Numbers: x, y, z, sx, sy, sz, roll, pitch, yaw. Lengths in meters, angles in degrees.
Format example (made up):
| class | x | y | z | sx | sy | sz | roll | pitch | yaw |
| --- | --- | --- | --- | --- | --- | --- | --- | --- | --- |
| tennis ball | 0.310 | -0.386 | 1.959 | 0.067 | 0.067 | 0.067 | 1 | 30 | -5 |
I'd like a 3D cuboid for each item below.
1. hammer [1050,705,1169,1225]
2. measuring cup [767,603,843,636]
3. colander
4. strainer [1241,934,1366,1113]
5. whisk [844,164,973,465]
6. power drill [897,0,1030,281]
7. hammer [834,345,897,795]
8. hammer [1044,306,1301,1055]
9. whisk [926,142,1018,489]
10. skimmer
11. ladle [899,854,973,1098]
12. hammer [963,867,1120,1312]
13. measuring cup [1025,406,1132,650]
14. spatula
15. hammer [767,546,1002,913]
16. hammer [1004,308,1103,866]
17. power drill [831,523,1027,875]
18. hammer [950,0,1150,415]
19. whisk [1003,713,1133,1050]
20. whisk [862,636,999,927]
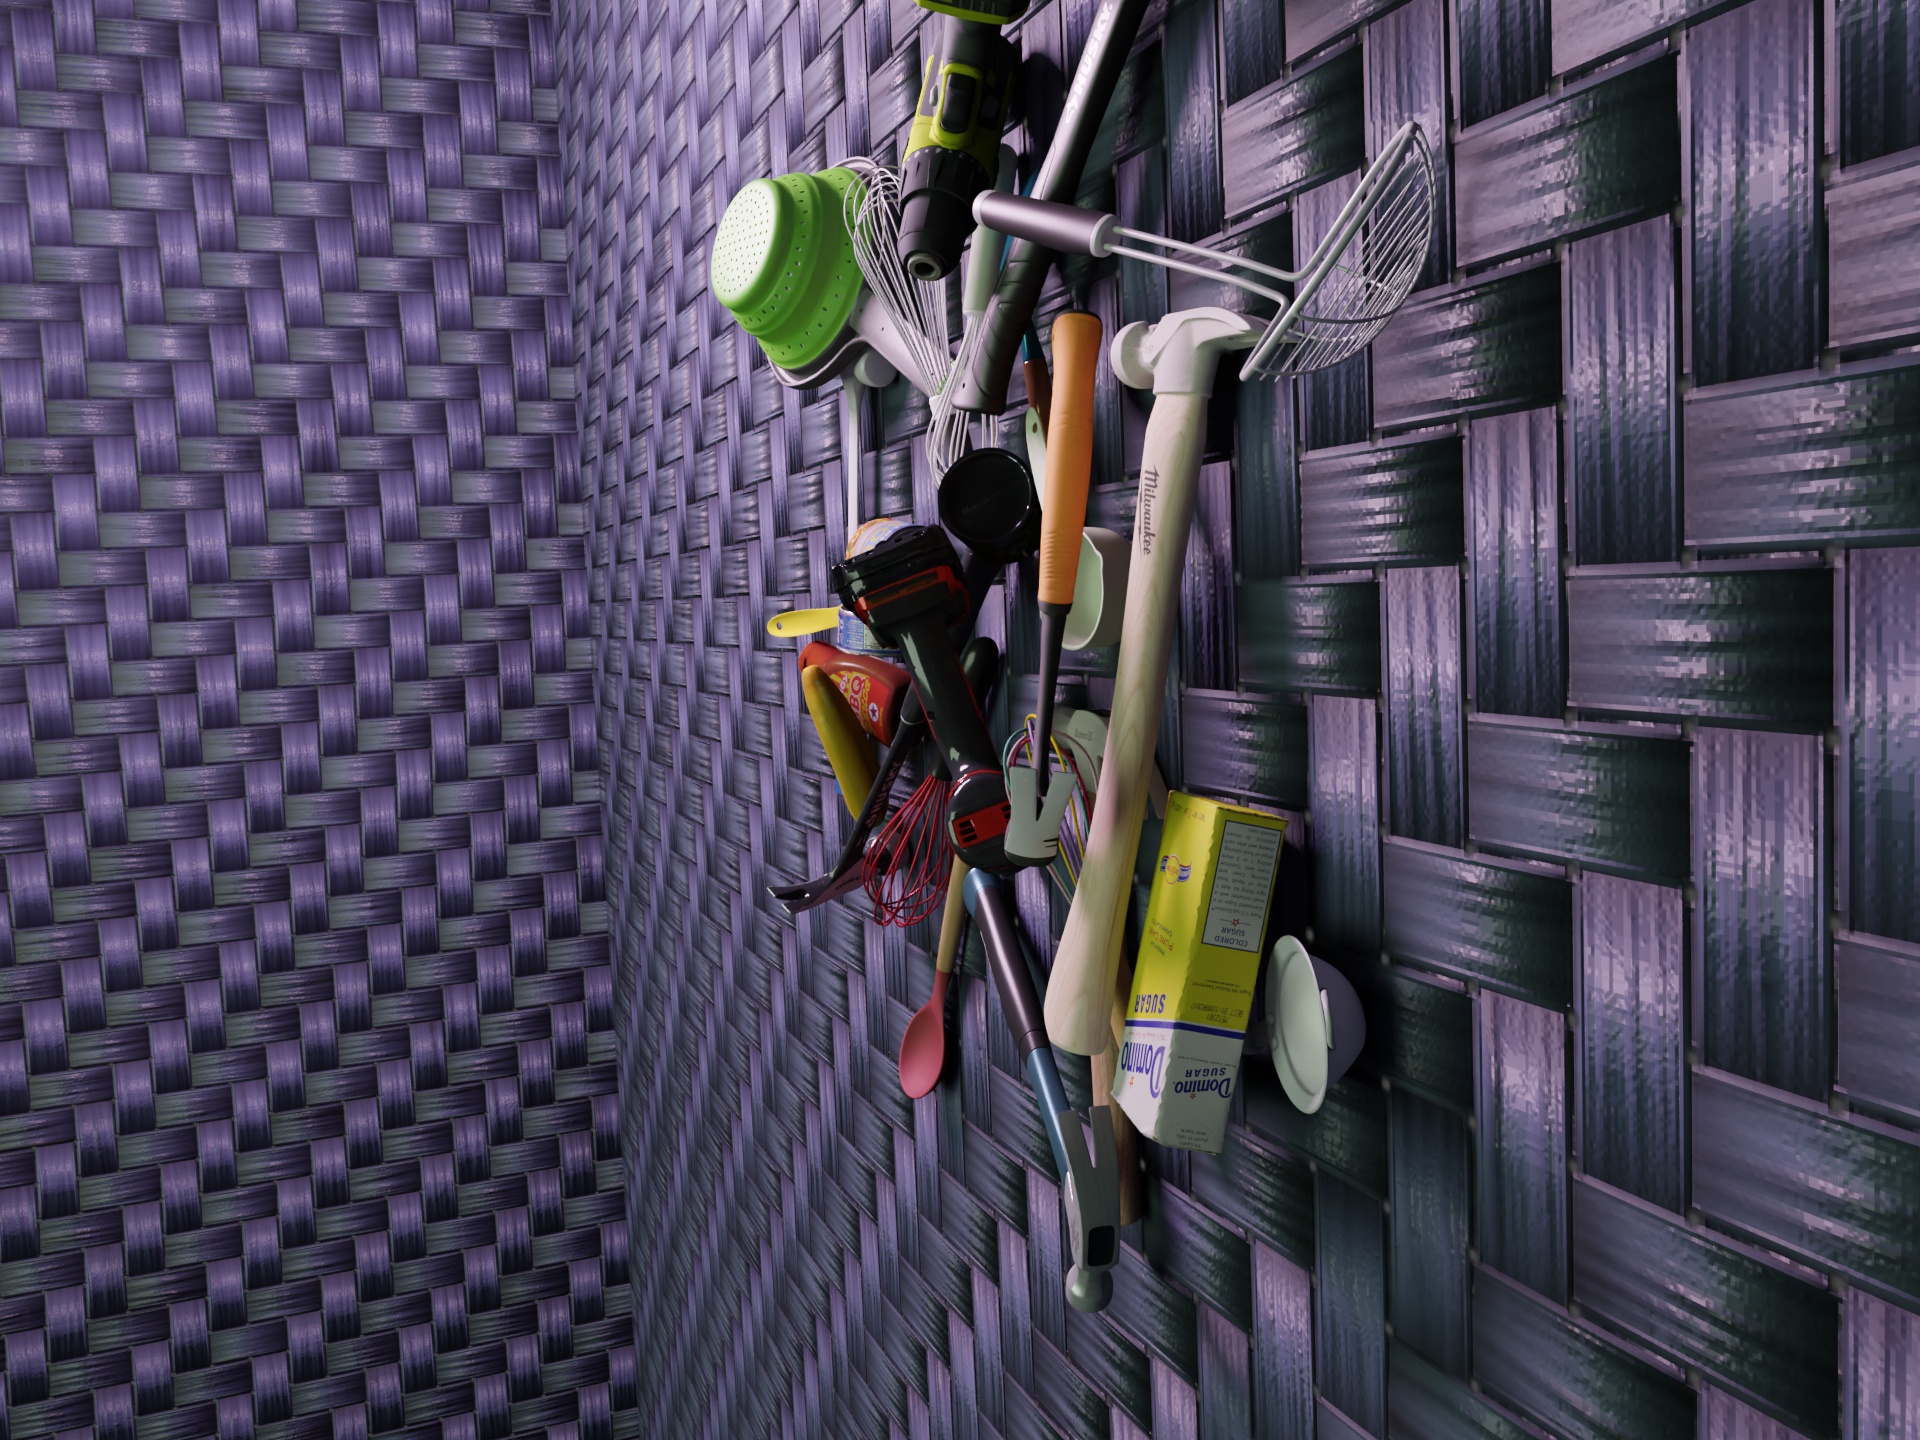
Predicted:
| class | x | y | z | sx | sy | sz | roll | pitch | yaw |
| --- | --- | --- | --- | --- | --- | --- | --- | --- | --- |
| hammer | 0.096 | 0.158 | 1.014 | 0.130 | 0.031 | 0.331 | -170 | 77 | -68 |
| measuring cup | -0.109 | -0.091 | 1.399 | 0.156 | 0.029 | 0.062 | -5 | 95 | 41 |
| colander | -0.110 | -0.348 | 1.293 | 0.398 | 0.094 | 0.204 | 50 | 120 | 45 |
| strainer | 0.159 | 0.167 | 0.849 | 0.258 | 0.050 | 0.087 | 134 | 133 | -69 |
| whisk | -0.018 | -0.259 | 1.149 | 0.070 | 0.070 | 0.284 | 2 | 110 | 68 |
| power drill | 0.002 | -0.402 | 0.970 | 0.228 | 0.080 | 0.191 | 104 | 178 | -65 |
| hammer | -0.098 | -0.132 | 1.439 | 0.144 | 0.035 | 0.405 | -149 | 57 | -64 |
| hammer | 0.101 | -0.016 | 0.868 | 0.146 | 0.038 | 0.410 | -158 | 76 | -67 |
| whisk | 0.014 | -0.274 | 1.104 | 0.058 | 0.059 | 0.246 | 16 | 101 | 50 |
| skimmer | 0.093 | -0.251 | 0.796 | 0.127 | 0.090 | 0.364 | -57 | 40 | 2 |
| ladle | -0.010 | 0.179 | 1.290 | 0.069 | 0.031 | 0.315 | -128 | 41 | -51 |
| hammer | 0.050 | 0.222 | 1.081 | 0.331 | 0.033 | 0.128 | -110 | 17 | -51 |
| measuring cup | 0.074 | -0.124 | 1.000 | 0.083 | 0.038 | 0.168 | -44 | 53 | 56 |
| spatula | 0.063 | -0.211 | 1.040 | 0.082 | 0.044 | 0.317 | 169 | 92 | -67 |
| hammer | -0.044 | 0.005 | 1.239 | 0.036 | 0.149 | 0.408 | 44 | 133 | 21 |
| hammer | 0.056 | -0.093 | 0.905 | 0.127 | 0.034 | 0.337 | 92 | -176 | -68 |
| power drill | -0.002 | -0.003 | 1.073 | 0.188 | 0.080 | 0.227 | 41 | -152 | -82 |
| hammer | 0.059 | -0.331 | 0.952 | 0.146 | 0.035 | 0.334 | 63 | 141 | 44 |
| whisk | 0.078 | 0.113 | 0.947 | 0.047 | 0.051 | 0.245 | -19 | 89 | 44 |
| whisk | -0.019 | 0.055 | 1.252 | 0.073 | 0.073 | 0.295 | -117 | 37 | -45 |
